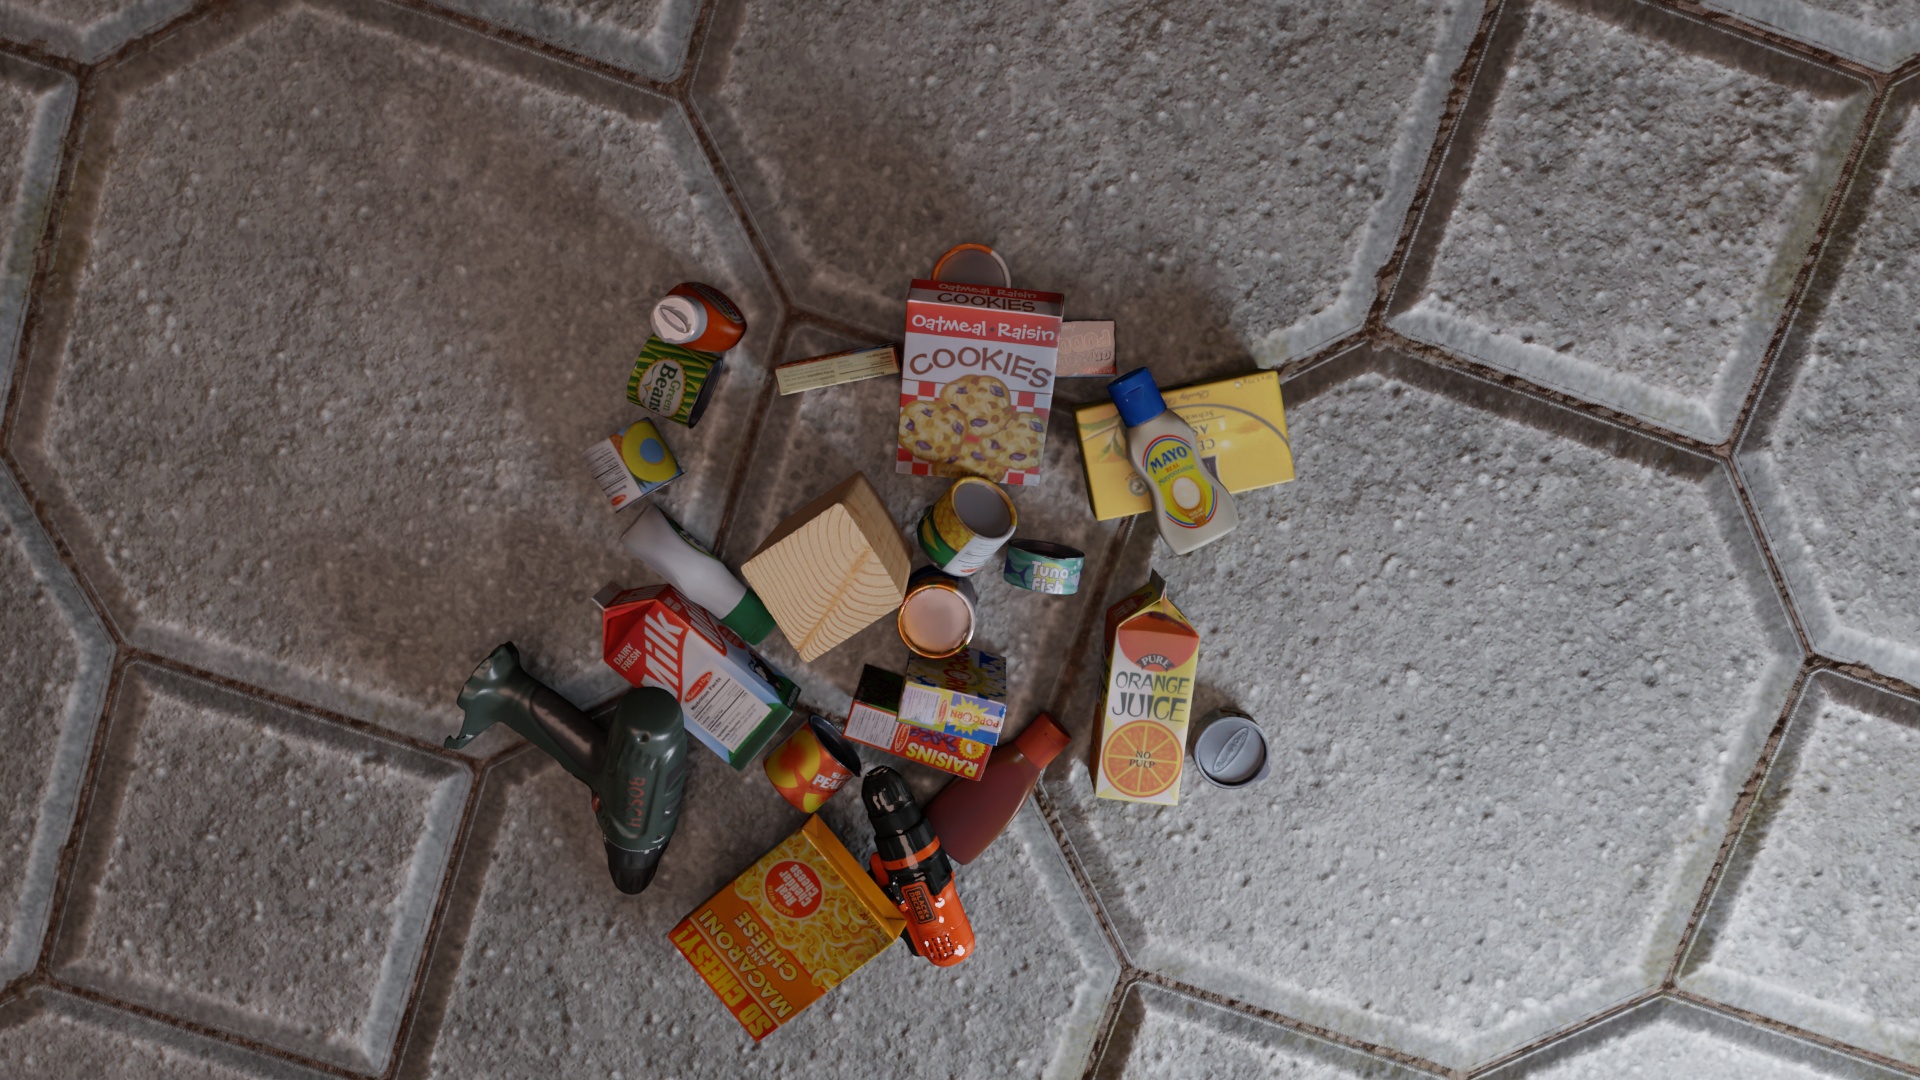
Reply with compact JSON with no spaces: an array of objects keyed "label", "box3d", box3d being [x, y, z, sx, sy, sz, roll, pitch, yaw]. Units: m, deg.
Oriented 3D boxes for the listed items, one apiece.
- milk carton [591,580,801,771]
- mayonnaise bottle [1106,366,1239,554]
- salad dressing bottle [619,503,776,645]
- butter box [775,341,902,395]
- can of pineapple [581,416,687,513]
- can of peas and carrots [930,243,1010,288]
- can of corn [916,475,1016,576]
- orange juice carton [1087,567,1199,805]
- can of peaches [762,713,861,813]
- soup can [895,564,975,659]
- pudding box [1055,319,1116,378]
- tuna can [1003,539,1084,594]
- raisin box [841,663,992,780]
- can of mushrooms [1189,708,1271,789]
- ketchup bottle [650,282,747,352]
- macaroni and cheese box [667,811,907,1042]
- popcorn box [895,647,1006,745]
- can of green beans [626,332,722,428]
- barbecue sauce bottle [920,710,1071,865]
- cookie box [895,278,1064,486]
[{"label":"milk carton","box3d":[-0.234,0.103,1.193,0.190,0.072,0.073,41,97,-7]},{"label":"mayonnaise bottle","box3d":[0.165,-0.066,1.111,0.065,0.041,0.148,-27,99,7]},{"label":"salad dressing bottle","box3d":[-0.222,0.031,1.189,0.147,0.064,0.044,42,81,-14]},{"label":"butter box","box3d":[-0.102,-0.145,1.163,0.103,0.053,0.024,-11,102,3]},{"label":"can of pineapple","box3d":[-0.275,-0.065,1.171,0.071,0.071,0.058,-29,98,5]},{"label":"can of peas and carrots","box3d":[0.006,-0.211,1.150,0.071,0.059,0.071,0,99,0]},{"label":"can of corn","box3d":[0.004,-0.015,1.166,0.071,0.071,0.058,38,136,-5]},{"label":"orange juice carton","box3d":[0.158,0.122,1.194,0.073,0.072,0.192,6,99,-1]},{"label":"can of peaches","box3d":[-0.128,0.196,1.207,0.058,0.071,0.071,-42,97,7]},{"label":"soup can","box3d":[-0.023,0.060,1.179,0.071,0.084,0.071,0,99,1]},{"label":"pudding box","box3d":[0.089,-0.161,1.171,0.084,0.030,0.049,0,100,1]},{"label":"tuna can","box3d":[0.071,0.023,1.179,0.071,0.071,0.032,9,100,-1]},{"label":"raisin box","box3d":[-0.034,0.154,1.192,0.123,0.086,0.040,19,105,-2]},{"label":"can of mushrooms","box3d":[0.238,0.184,1.222,0.071,0.033,0.071,0,98,0]},{"label":"ketchup bottle","box3d":[-0.213,-0.177,1.110,0.064,0.149,0.043,40,99,-6]},{"label":"macaroni and cheese box","box3d":[-0.147,0.329,1.176,0.166,0.040,0.123,-40,89,18]},{"label":"popcorn box","box3d":[-0.006,0.124,1.167,0.085,0.127,0.038,14,103,-2]},{"label":"can of green beans","box3d":[-0.238,-0.134,1.158,0.058,0.071,0.071,24,98,-3]},{"label":"barbecue sauce bottle","box3d":[0.034,0.214,1.223,0.065,0.044,0.148,44,96,-4]},{"label":"cookie box","box3d":[0.014,-0.127,1.136,0.123,0.040,0.166,6,128,0]}]
